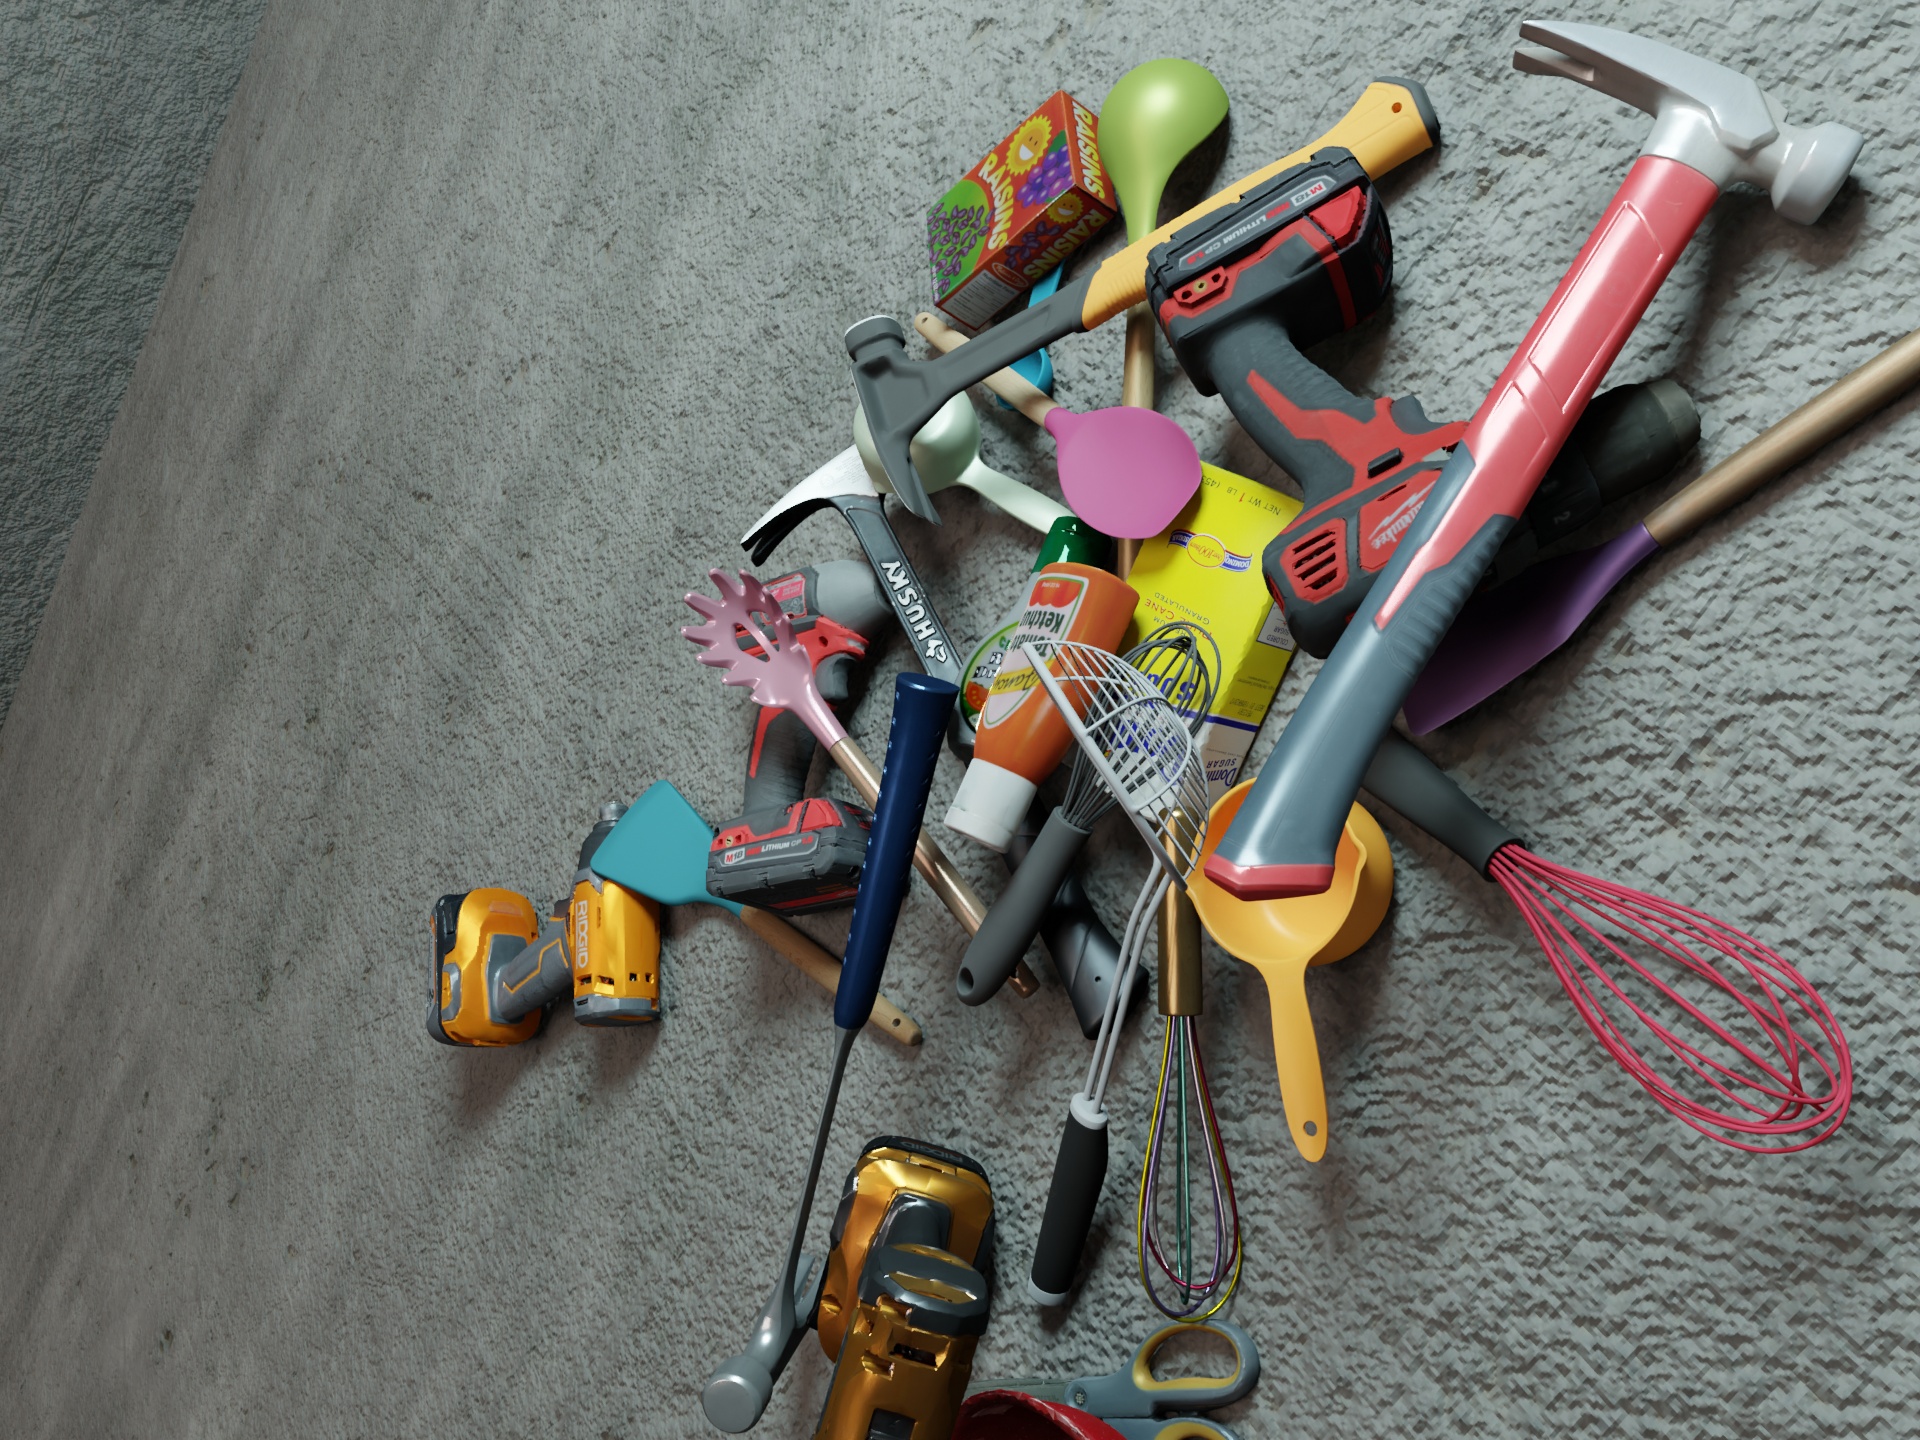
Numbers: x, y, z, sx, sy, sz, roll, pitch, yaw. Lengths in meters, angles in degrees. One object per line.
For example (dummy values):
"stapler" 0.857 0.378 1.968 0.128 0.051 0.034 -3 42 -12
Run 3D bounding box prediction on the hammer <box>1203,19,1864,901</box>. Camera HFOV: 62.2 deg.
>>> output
"hammer" 0.197 -0.102 0.639 0.143 0.038 0.386 32 85 17

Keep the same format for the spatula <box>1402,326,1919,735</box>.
"spatula" 0.307 -0.094 0.655 0.316 0.018 0.060 -39 33 33

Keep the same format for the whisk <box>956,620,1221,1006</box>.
"whisk" 0.059 0.053 0.800 0.055 0.055 0.239 49 119 41

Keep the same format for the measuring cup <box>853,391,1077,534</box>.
"measuring cup" 0.005 -0.155 0.943 0.168 0.038 0.083 34 77 27

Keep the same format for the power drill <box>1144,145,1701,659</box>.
"power drill" 0.199 -0.154 0.723 0.188 0.080 0.227 -27 59 12

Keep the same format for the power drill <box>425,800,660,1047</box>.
"power drill" -0.311 0.159 1.204 0.226 0.084 0.164 -19 67 38

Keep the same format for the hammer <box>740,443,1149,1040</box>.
"hammer" -0.001 -0.003 0.916 0.149 0.036 0.409 -27 61 1

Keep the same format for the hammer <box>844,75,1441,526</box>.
"hammer" 0.093 -0.229 0.841 0.337 0.034 0.127 -25 71 22

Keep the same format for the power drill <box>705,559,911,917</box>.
"power drill" -0.091 0.004 1.006 0.143 0.078 0.220 -14 66 32

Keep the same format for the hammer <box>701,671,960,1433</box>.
"hammer" -0.062 0.172 0.869 0.035 0.144 0.405 15 100 10

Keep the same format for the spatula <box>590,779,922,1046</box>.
"spatula" -0.132 0.133 1.045 0.318 0.044 0.082 26 73 45

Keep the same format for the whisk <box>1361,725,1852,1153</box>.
"whisk" 0.241 0.069 0.663 0.073 0.073 0.296 -61 38 16

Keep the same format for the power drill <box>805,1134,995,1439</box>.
"power drill" -0.038 0.322 0.785 0.226 0.084 0.185 -95 21 -86

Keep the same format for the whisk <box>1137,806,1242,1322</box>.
"whisk" 0.110 0.164 0.771 0.047 0.051 0.245 -2 84 14

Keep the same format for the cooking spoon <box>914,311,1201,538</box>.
"cooking spoon" 0.043 -0.182 0.914 0.069 0.017 0.319 -50 40 8

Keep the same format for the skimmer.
"skimmer" 0.045 0.137 0.752 0.127 0.090 0.363 -119 35 -60

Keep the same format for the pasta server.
"pasta server" -0.057 0.033 0.914 0.060 0.040 0.316 -44 68 10

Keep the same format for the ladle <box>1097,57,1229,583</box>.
"ladle" 0.107 -0.212 0.889 0.078 0.062 0.320 1 88 39

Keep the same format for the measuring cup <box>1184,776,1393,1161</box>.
"measuring cup" 0.162 0.113 0.736 0.095 0.052 0.174 -16 73 38

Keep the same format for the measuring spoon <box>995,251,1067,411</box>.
"measuring spoon" 0.054 -0.244 0.966 0.042 0.021 0.129 3 74 52
